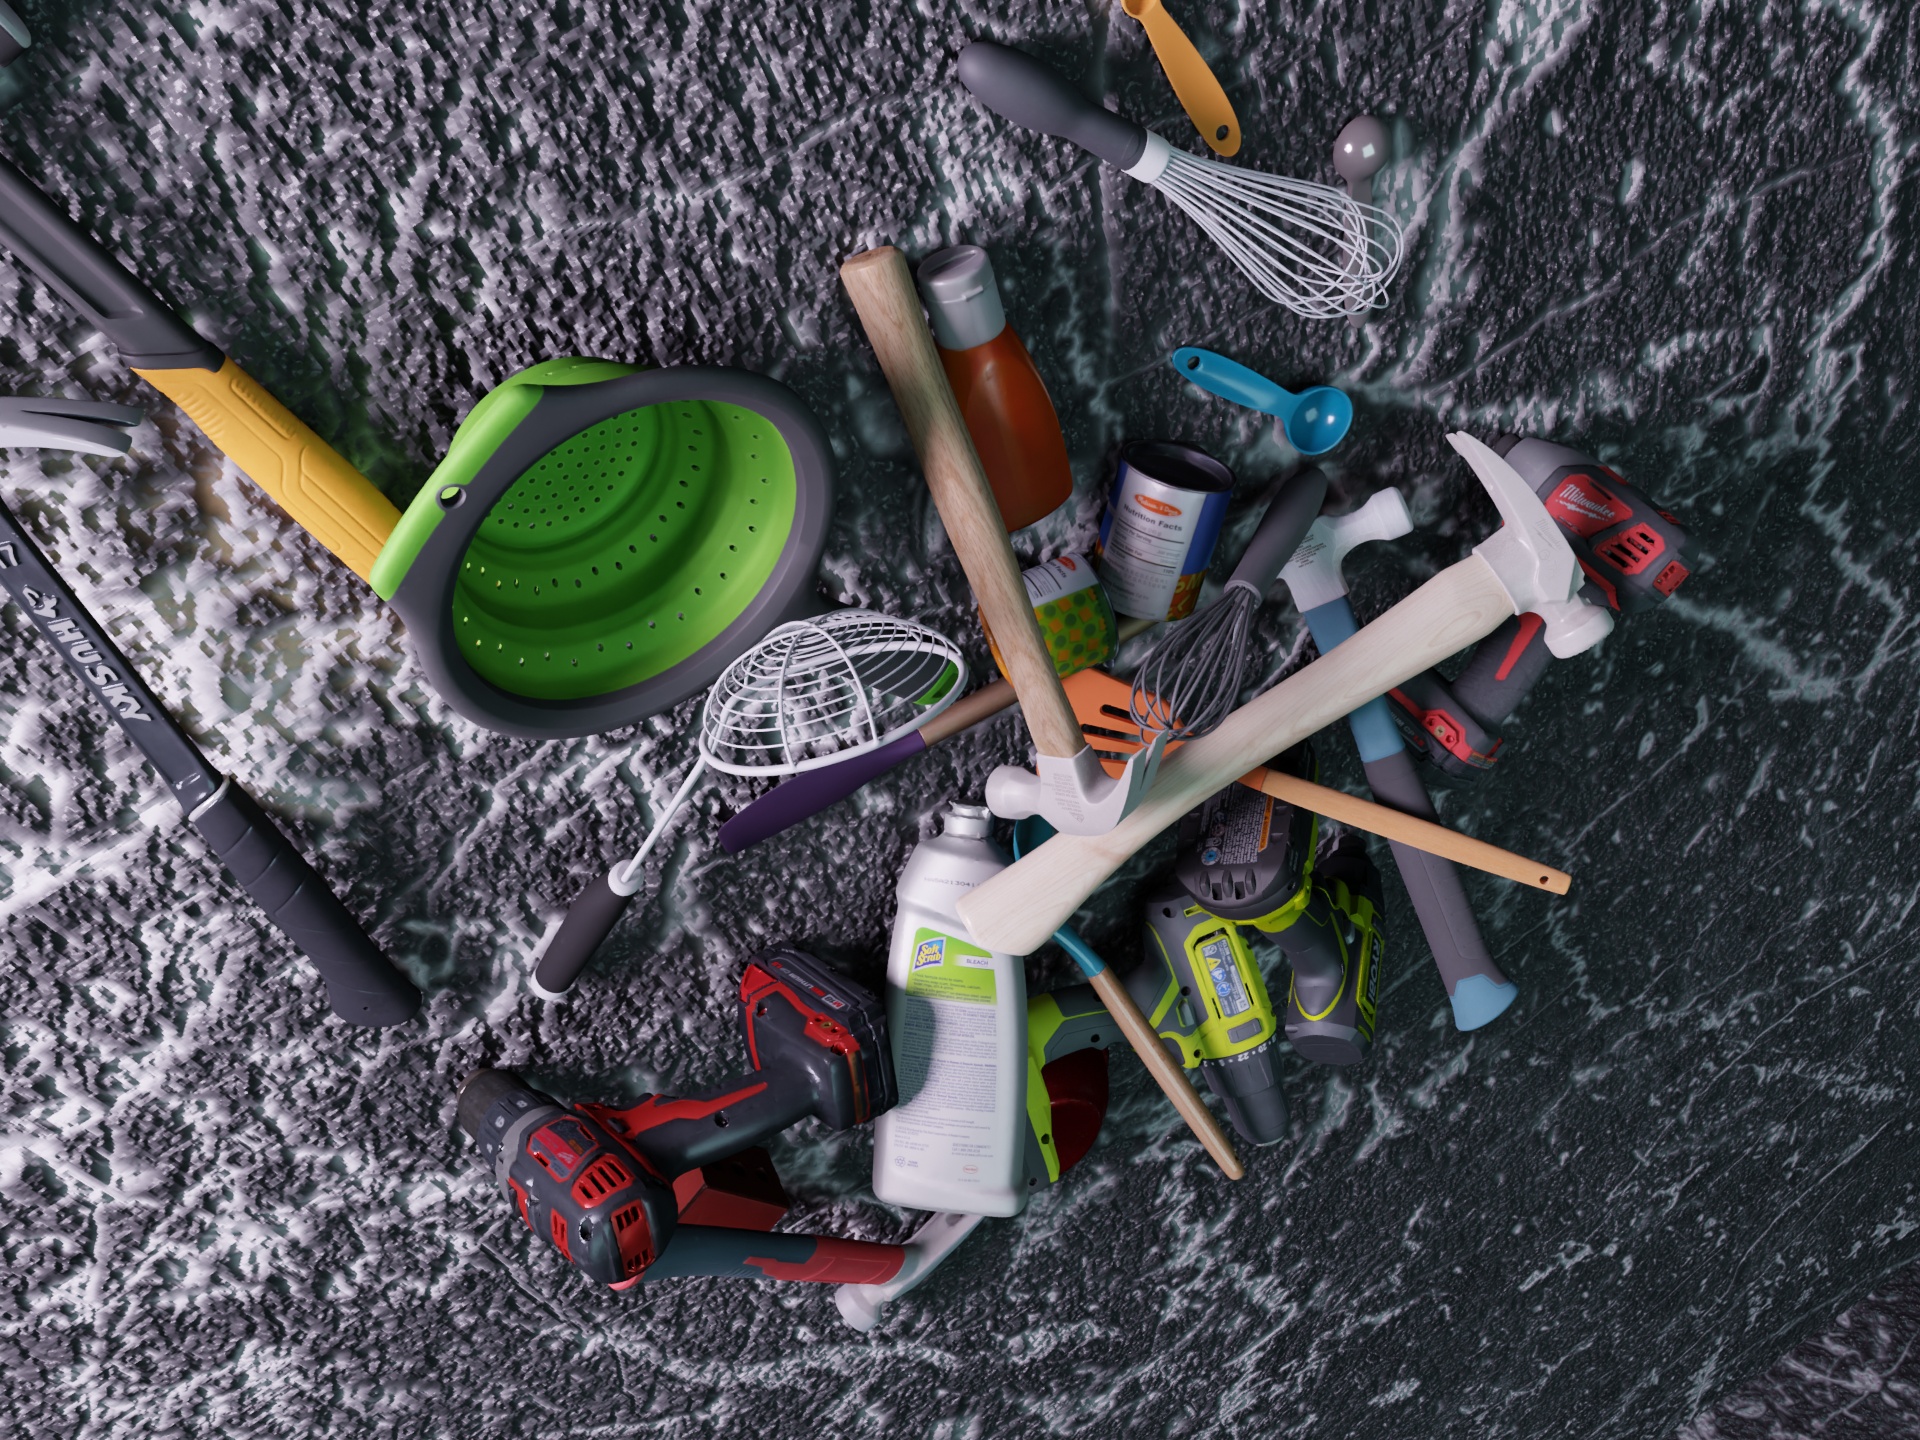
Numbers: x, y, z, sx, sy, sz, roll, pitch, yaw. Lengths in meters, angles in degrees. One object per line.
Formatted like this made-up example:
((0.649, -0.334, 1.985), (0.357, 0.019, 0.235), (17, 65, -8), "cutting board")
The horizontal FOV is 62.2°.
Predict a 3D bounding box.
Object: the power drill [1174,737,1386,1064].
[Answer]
((0.233, 0.111, 1.090), (0.080, 0.171, 0.223), (-7, 141, 32), "power drill")

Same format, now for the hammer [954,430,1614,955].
((0.169, -0.001, 0.930), (0.410, 0.038, 0.146), (-34, 93, 3), "hammer")

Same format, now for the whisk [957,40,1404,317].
((0.117, -0.270, 0.796), (0.284, 0.070, 0.070), (16, 114, -32), "whisk")

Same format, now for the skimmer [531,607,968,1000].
((-0.127, 0.067, 0.815), (0.363, 0.090, 0.127), (-49, 180, 39), "skimmer")

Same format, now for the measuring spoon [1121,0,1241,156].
((0.109, -0.321, 0.783), (0.021, 0.011, 0.116), (-43, 136, 8), "measuring spoon")

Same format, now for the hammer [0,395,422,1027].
((-0.354, 0.021, 0.738), (0.149, 0.036, 0.408), (-13, 135, 4), "hammer")

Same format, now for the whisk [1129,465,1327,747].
((0.159, -0.070, 0.902), (0.239, 0.055, 0.055), (-54, 143, -35), "whisk")

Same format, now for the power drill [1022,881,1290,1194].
((0.113, 0.234, 1.101), (0.228, 0.080, 0.190), (-20, 94, -13), "power drill")

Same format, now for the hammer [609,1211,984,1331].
((-0.105, 0.351, 1.072), (0.143, 0.038, 0.386), (-45, 149, 4), "hammer")

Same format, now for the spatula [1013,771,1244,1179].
((0.111, 0.179, 1.033), (0.044, 0.082, 0.317), (-26, 108, 28), "spatula")

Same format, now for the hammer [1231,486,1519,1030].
((0.268, 0.033, 0.980), (0.128, 0.033, 0.331), (-21, 93, 22), "hammer")

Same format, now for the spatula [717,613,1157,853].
((-0.002, -0.003, 0.946), (0.316, 0.018, 0.059), (-28, 156, -10), "spatula")

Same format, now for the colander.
((-0.123, -0.081, 0.788), (0.204, 0.095, 0.396), (-48, 150, 13), "colander")

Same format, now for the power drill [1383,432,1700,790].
((0.341, -0.072, 1.015), (0.219, 0.143, 0.078), (-51, 149, 19), "power drill")

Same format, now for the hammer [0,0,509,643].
((-0.316, -0.130, 0.665), (0.127, 0.034, 0.336), (-40, 133, 1), "hammer")

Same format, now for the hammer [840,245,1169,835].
((0.017, -0.081, 0.817), (0.031, 0.130, 0.331), (-40, 119, -34), "hammer")

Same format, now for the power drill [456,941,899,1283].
((-0.170, 0.218, 0.938), (0.226, 0.188, 0.080), (-25, 121, -34), "power drill")

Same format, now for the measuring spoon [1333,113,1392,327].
((0.224, -0.271, 0.877), (0.034, 0.018, 0.124), (-23, 132, -13), "measuring spoon")

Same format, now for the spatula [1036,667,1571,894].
((0.206, 0.047, 0.964), (0.041, 0.323, 0.081), (-33, 140, -68), "spatula")

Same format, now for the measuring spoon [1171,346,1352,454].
((0.170, -0.190, 0.913), (0.128, 0.021, 0.042), (17, 115, -27), "measuring spoon")
